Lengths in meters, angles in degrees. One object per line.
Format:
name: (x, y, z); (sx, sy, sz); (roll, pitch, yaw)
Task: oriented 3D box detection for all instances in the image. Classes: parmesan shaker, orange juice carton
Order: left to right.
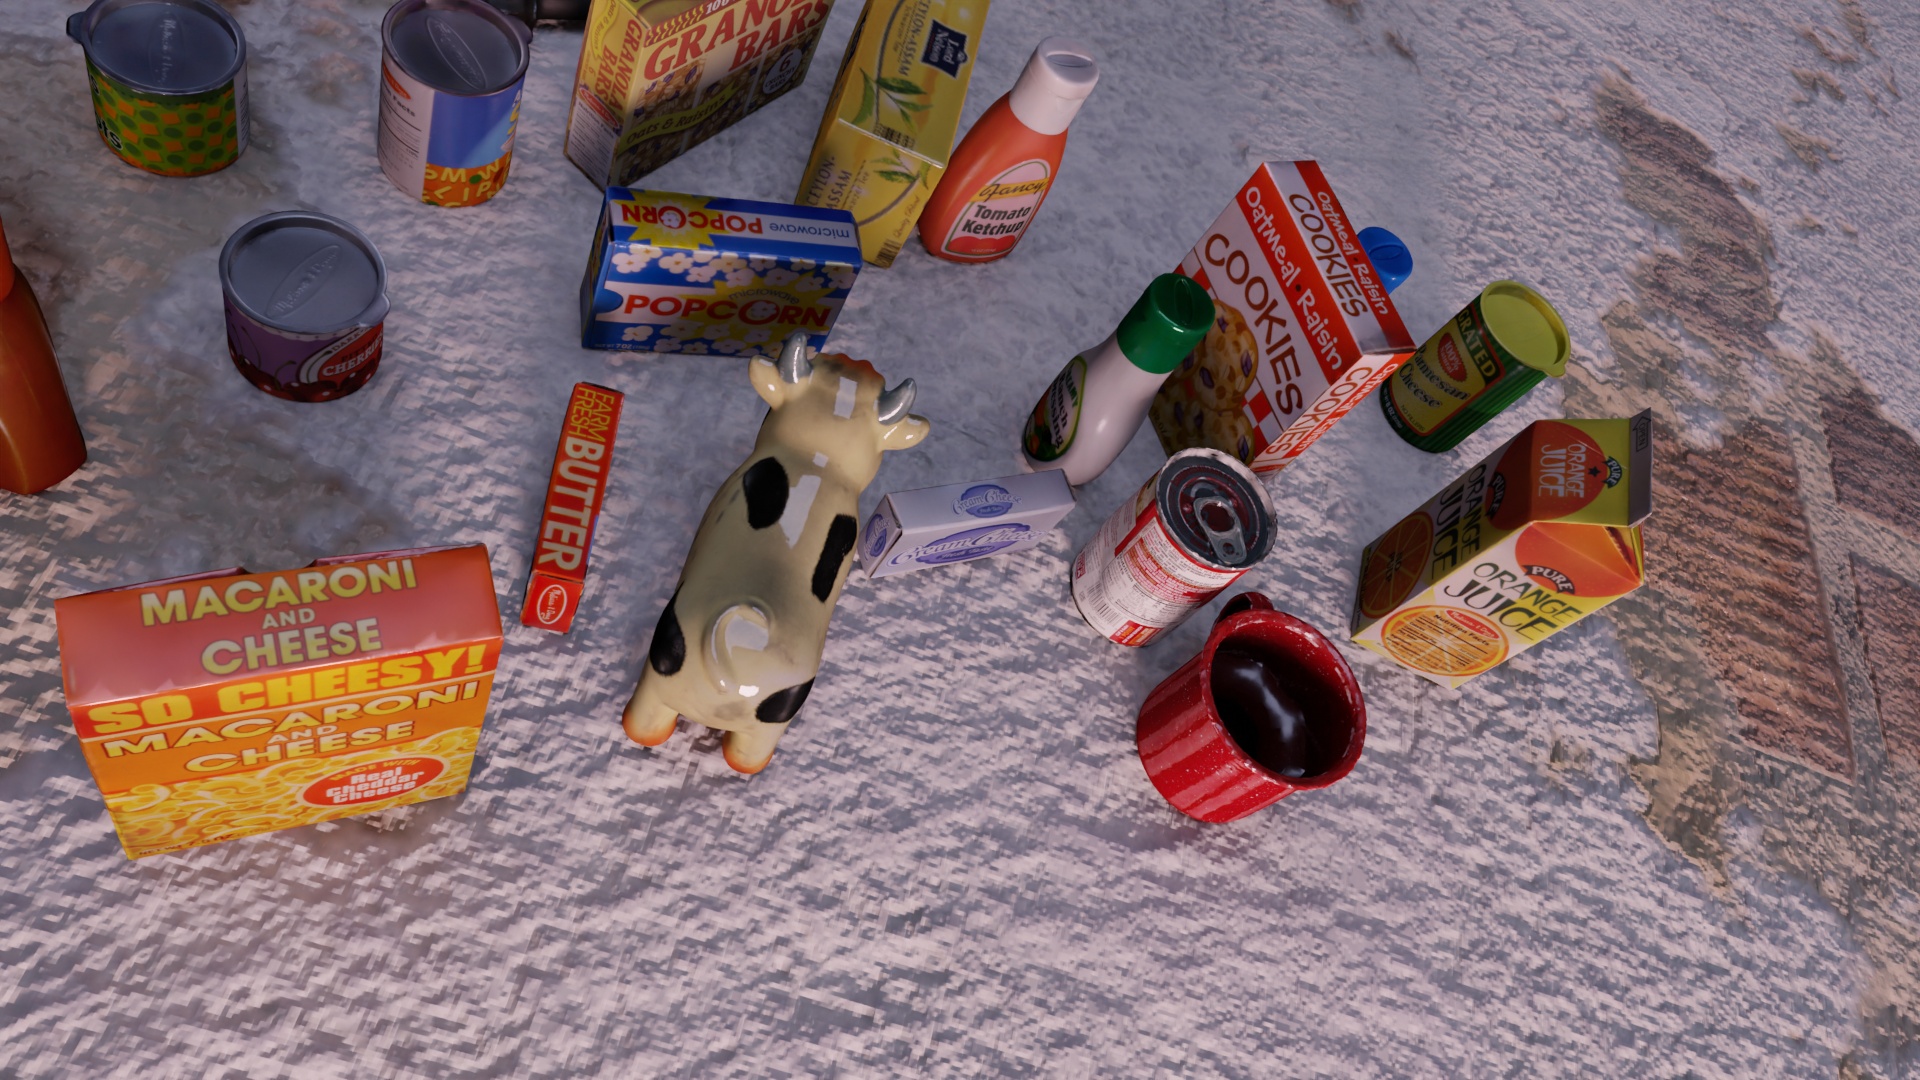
parmesan shaker: (0.325, -0.106, 0.881); (0.071, 0.102, 0.071); (11, 59, -19)
orange juice carton: (0.301, 0.004, 0.753); (0.073, 0.191, 0.072); (27, 55, -9)

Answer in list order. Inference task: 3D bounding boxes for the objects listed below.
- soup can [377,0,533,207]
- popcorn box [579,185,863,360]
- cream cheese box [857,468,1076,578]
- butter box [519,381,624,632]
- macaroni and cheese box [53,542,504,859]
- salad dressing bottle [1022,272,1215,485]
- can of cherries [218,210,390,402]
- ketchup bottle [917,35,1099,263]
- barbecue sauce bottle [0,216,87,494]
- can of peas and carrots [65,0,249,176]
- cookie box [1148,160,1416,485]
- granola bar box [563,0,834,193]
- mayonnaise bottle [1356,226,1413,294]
soup can: (-0.252, -0.219, 0.693); (0.071, 0.083, 0.071); (11, 59, -19)
popcorn box: (-0.122, -0.132, 0.702); (0.127, 0.084, 0.038); (0, 63, -25)
cream cheese box: (0.003, -0.009, 0.709); (0.104, 0.053, 0.024); (-9, 67, -29)
butter box: (-0.177, -0.016, 0.631); (0.024, 0.053, 0.104); (14, 58, -17)
macaroni and cheese box: (-0.236, 0.059, 0.491); (0.124, 0.165, 0.040); (-9, 67, -28)
salad dressing bottle: (0.081, -0.083, 0.729); (0.044, 0.147, 0.064); (12, 59, -19)
can of cherries: (-0.292, -0.102, 0.624); (0.071, 0.058, 0.072); (11, 59, -19)
ketchup bottle: (0.029, -0.217, 0.780); (0.065, 0.148, 0.043); (-7, 66, -28)
barbecue sauce bottle: (-0.368, -0.076, 0.519); (0.065, 0.147, 0.044); (42, 54, 2)
can of peas and carrots: (-0.373, -0.214, 0.650); (0.071, 0.058, 0.071); (11, 59, -19)
cookie box: (0.162, -0.109, 0.768); (0.040, 0.166, 0.123); (-9, 67, -29)
granola bar box: (-0.135, -0.273, 0.753); (0.039, 0.123, 0.166); (43, 54, 3)
mayonnaise bottle: (0.202, -0.122, 0.806); (0.065, 0.147, 0.041); (-19, 72, -32)
